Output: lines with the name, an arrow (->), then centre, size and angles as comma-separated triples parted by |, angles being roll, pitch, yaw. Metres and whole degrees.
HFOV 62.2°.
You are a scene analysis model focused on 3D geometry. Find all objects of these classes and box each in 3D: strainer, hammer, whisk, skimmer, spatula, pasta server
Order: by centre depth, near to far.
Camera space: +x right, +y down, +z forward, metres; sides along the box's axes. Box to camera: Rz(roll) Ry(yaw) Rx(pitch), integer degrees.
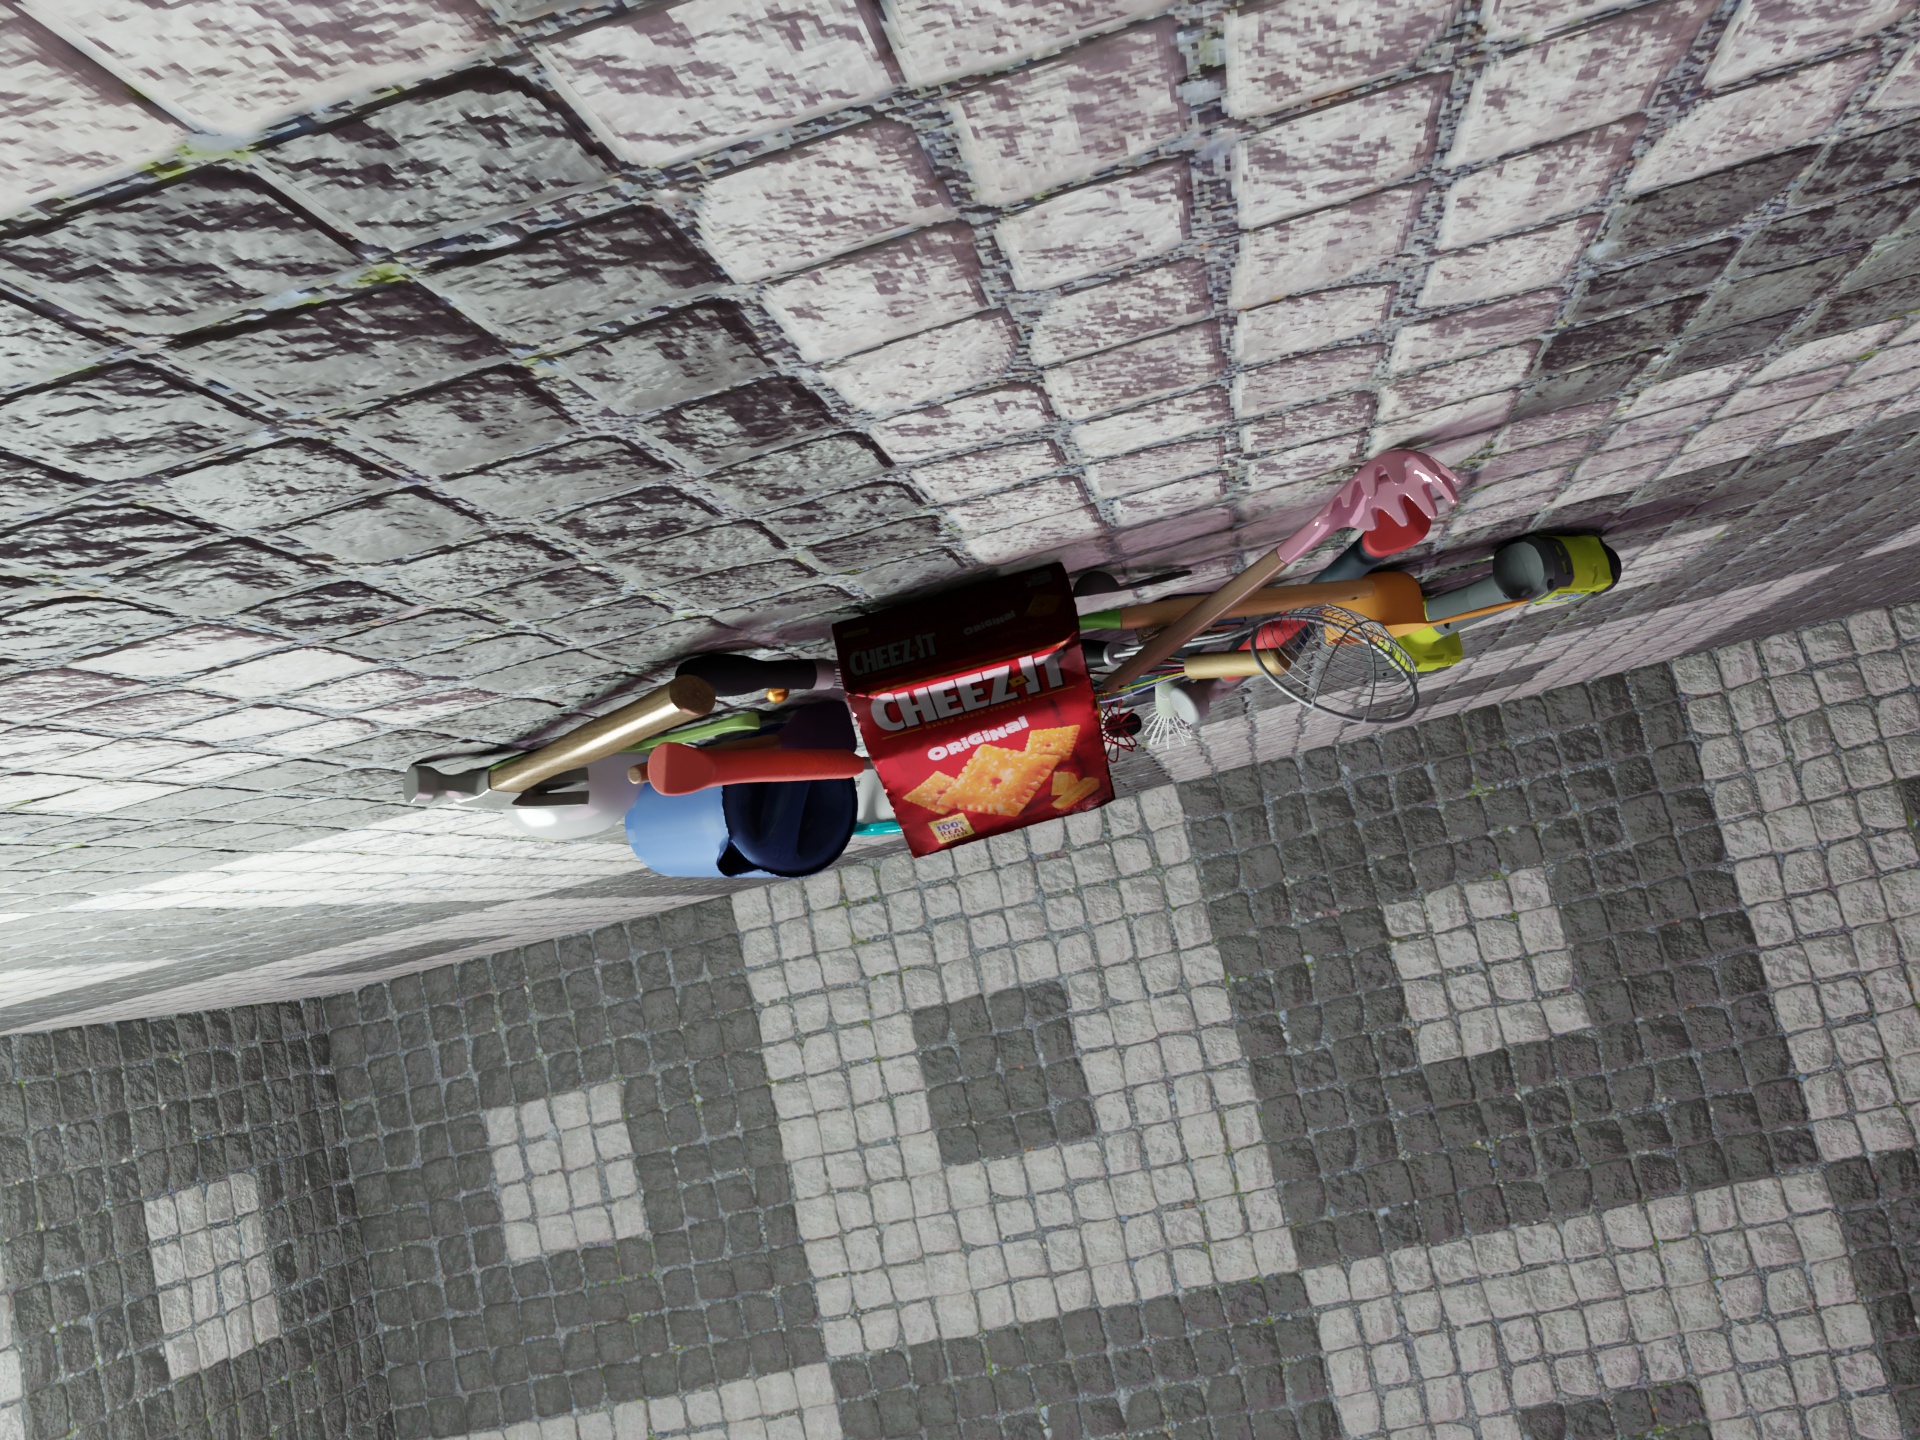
pasta server -> 0.201, -0.091, 1.071 | 0.060, 0.040, 0.316 | 10, 147, -35
whisk -> -0.075, -0.033, 1.158 | 0.284, 0.070, 0.070 | -2, 167, -33
hammer -> -0.279, 0.022, 1.163 | 0.130, 0.031, 0.331 | 8, 161, -41
hammer -> -0.111, 0.033, 1.238 | 0.149, 0.037, 0.359 | 6, -177, 34
skimmer -> 0.175, -0.031, 1.240 | 0.363, 0.090, 0.127 | -6, -165, 42
spatula -> -0.161, 0.024, 1.262 | 0.018, 0.060, 0.316 | -16, 178, 26
hammer -> 0.287, -0.098, 1.286 | 0.143, 0.038, 0.386 | -35, 174, -19
whisk -> 0.180, -0.049, 1.341 | 0.047, 0.051, 0.245 | -37, -159, -32
strainer -> -0.281, 0.052, 1.345 | 0.256, 0.069, 0.151 | -14, 172, 17
hammer -> 0.195, -0.054, 1.523 | 0.128, 0.033, 0.331 | -12, 172, -6
whisk -> 0.206, -0.013, 1.571 | 0.059, 0.058, 0.246 | -46, 168, -2
whisk -> 0.150, 0.006, 1.572 | 0.073, 0.073, 0.296 | -15, 177, 12
strainer -> -0.073, 0.064, 1.631 | 0.340, 0.095, 0.211 | -10, -178, -32

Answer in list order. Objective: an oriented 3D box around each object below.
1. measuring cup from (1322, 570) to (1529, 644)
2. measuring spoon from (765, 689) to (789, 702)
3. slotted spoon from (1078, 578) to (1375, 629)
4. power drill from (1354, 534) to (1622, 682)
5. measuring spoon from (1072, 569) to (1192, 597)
measuring cup -> 0.402, -0.108, 1.390 | 0.173, 0.052, 0.095 | -12, 173, 12
measuring spoon -> -0.140, -0.028, 1.229 | 0.021, 0.011, 0.117 | -12, 172, -9
slotted spoon -> 0.140, -0.077, 1.143 | 0.314, 0.031, 0.070 | -7, 162, 2
power drill -> 0.496, -0.109, 1.493 | 0.171, 0.080, 0.223 | -5, 165, -41
measuring spoon -> 0.126, -0.105, 1.149 | 0.124, 0.018, 0.034 | -15, -172, -43
